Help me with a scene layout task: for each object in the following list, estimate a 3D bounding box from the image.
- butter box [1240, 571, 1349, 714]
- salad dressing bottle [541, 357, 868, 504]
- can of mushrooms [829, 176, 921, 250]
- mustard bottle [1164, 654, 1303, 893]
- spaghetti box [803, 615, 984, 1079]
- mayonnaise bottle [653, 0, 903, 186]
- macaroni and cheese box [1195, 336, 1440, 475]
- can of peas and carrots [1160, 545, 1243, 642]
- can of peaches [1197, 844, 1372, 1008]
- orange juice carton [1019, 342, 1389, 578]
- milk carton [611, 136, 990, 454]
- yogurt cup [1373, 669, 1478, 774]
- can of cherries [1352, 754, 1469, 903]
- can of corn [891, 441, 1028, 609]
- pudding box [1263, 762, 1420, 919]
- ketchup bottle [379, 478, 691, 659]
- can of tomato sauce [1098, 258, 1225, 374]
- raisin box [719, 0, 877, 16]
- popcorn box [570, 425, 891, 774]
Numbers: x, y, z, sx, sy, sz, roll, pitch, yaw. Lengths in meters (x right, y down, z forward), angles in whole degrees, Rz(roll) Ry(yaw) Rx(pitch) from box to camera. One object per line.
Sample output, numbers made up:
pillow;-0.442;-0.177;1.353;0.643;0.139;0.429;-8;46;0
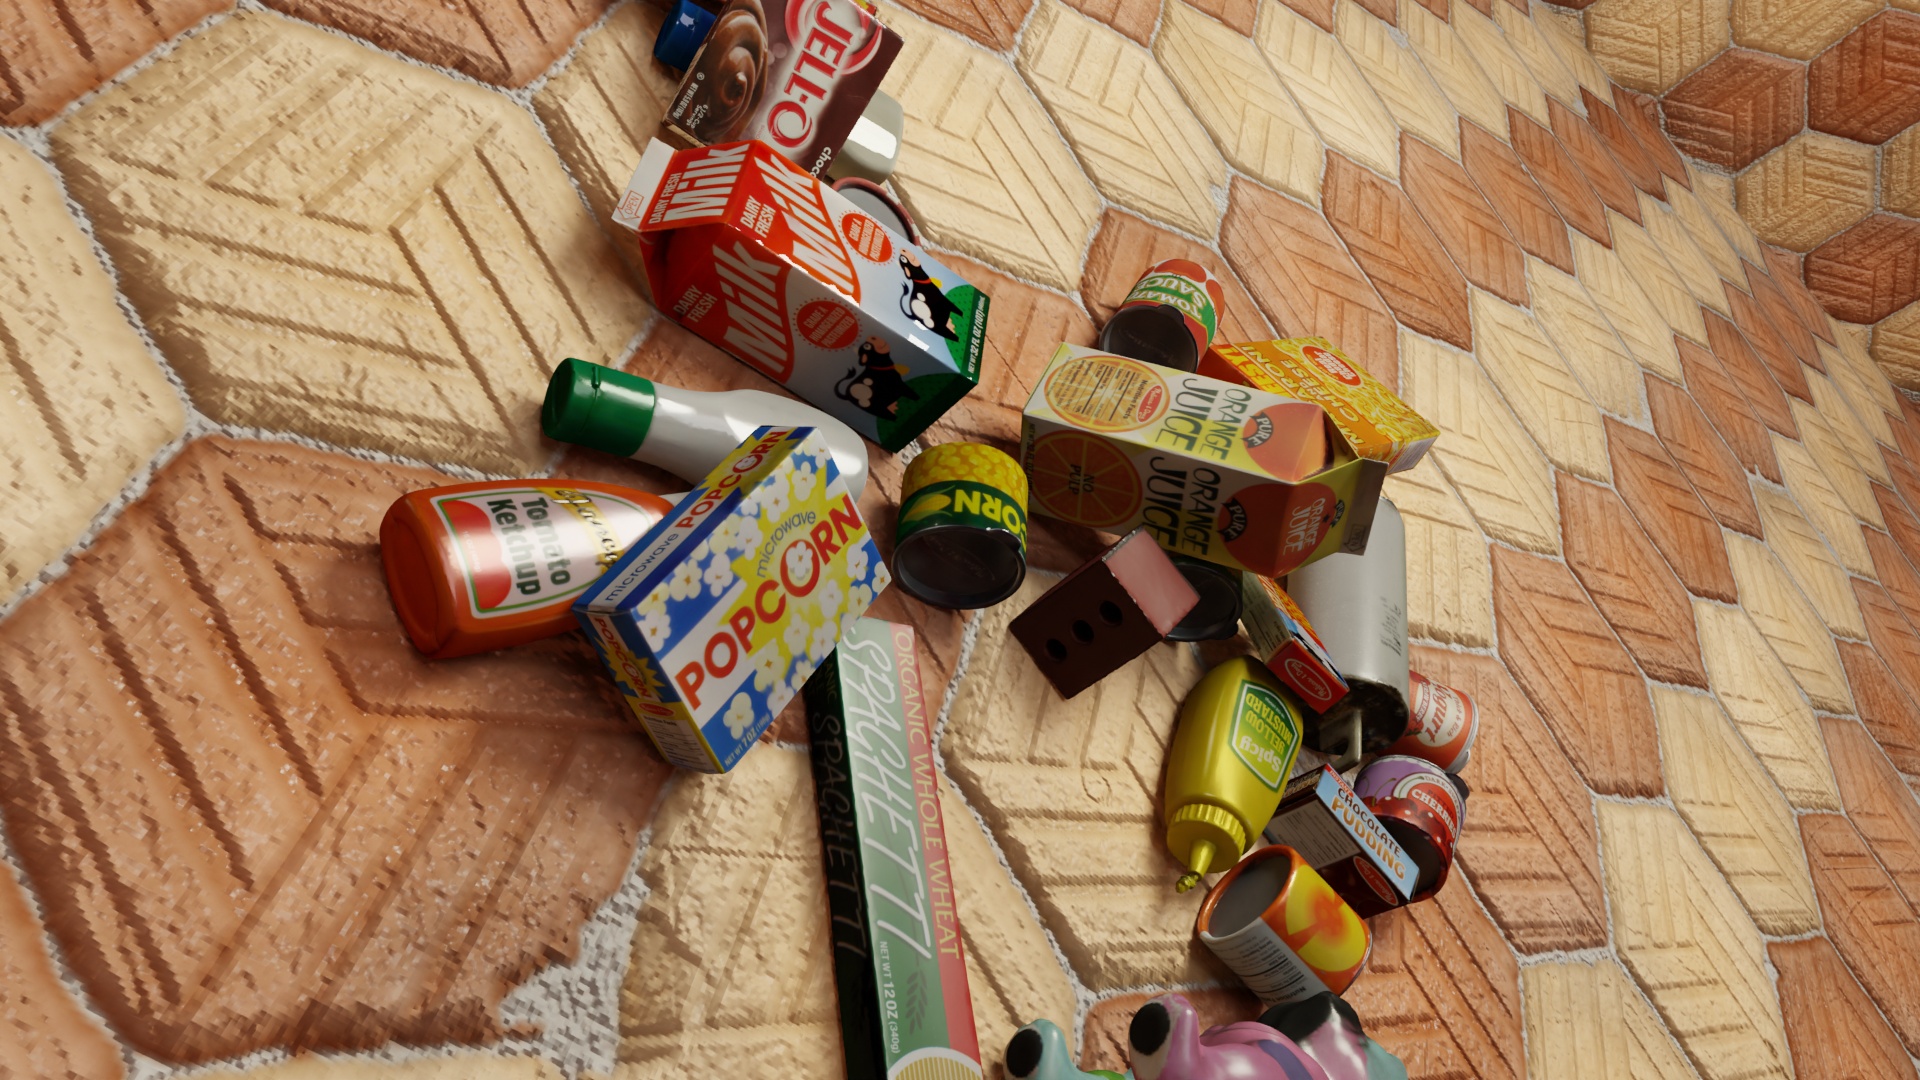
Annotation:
butter box;0.187;0.053;0.813;0.053;0.024;0.104;41;16;-22
salad dressing bottle;-0.115;-0.046;0.637;0.148;0.043;0.064;16;47;-34
can of mushrooms;-0.058;-0.174;0.793;0.071;0.033;0.071;24;48;-29
mustard bottle;0.142;0.130;0.746;0.065;0.048;0.161;43;40;-10
spaghetti box;-0.030;0.145;0.585;0.050;0.028;0.251;15;52;-37
mayonnaise bottle;-0.104;-0.261;0.809;0.148;0.041;0.065;23;58;-29
macaroni and cheese box;0.256;-0.093;1.001;0.167;0.040;0.124;-12;50;-47
can of peas and carrots;0.133;0.017;0.808;0.071;0.070;0.059;33;42;-22
can of peaches;0.164;0.196;0.704;0.058;0.071;0.071;45;40;-7
orange juice carton;0.133;-0.041;0.765;0.193;0.071;0.073;16;46;15
milk carton;-0.083;-0.132;0.707;0.190;0.073;0.073;31;44;-23
yogurt cup;0.285;0.115;0.885;0.054;0.072;0.073;30;44;-13
can of cherries;0.258;0.168;0.811;0.071;0.071;0.059;50;40;-3
can of corn;0.002;-0.009;0.699;0.071;0.071;0.058;29;44;-26
pudding box;0.211;0.171;0.780;0.083;0.049;0.030;50;41;-2
ketchup bottle;-0.152;0.004;0.563;0.149;0.043;0.065;-11;73;-48
can of tomato sauce;0.137;-0.145;0.930;0.071;0.071;0.083;45;39;-9
raisin box;-0.122;-0.330;0.817;0.123;0.040;0.086;13;21;-37
popcorn box;-0.089;0.021;0.571;0.127;0.038;0.085;-51;129;-39
